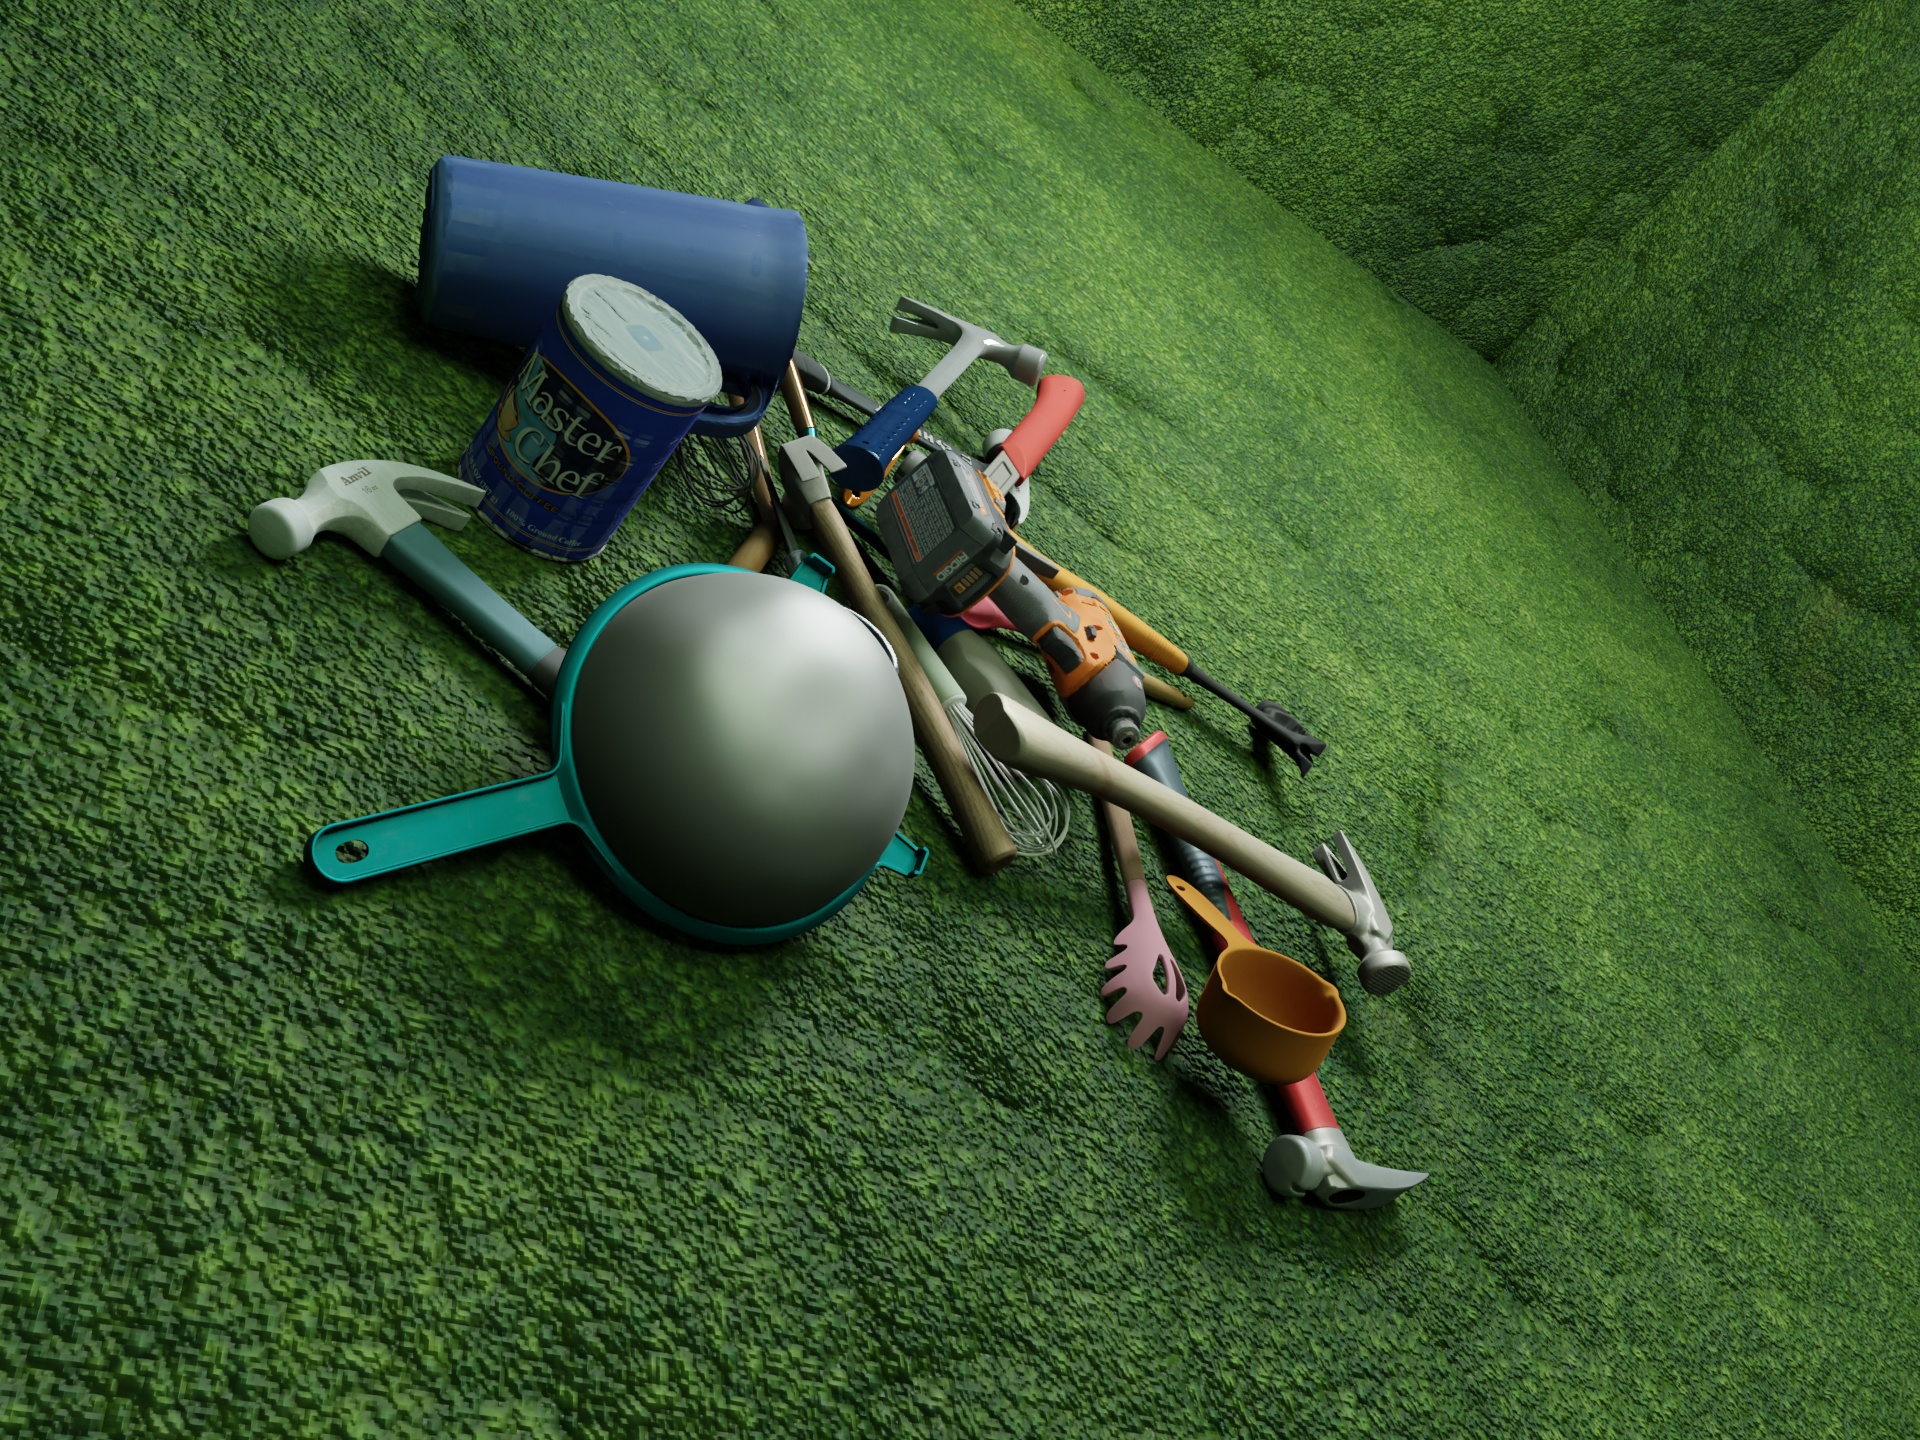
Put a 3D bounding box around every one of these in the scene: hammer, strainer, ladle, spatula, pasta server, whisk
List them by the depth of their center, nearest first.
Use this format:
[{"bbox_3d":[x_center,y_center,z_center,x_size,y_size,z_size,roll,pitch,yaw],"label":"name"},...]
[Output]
[{"bbox_3d":[-0.143,0.019,0.786,0.340,0.095,0.211,-16,86,-42],"label":"strainer"},{"bbox_3d":[-0.219,-0.022,0.871,0.331,0.033,0.128,42,31,-5],"label":"hammer"},{"bbox_3d":[-0.150,-0.078,1.016,0.051,0.047,0.245,37,27,-9],"label":"whisk"},{"bbox_3d":[-0.047,-0.049,1.067,0.031,0.130,0.331,-24,73,-12],"label":"hammer"},{"bbox_3d":[-0.002,-0.004,1.104,0.247,0.058,0.059,55,-10,25],"label":"whisk"},{"bbox_3d":[0.114,0.104,1.127,0.060,0.040,0.317,29,29,-25],"label":"pasta server"},{"bbox_3d":[0.168,0.070,1.135,0.410,0.038,0.146,29,31,-32],"label":"hammer"},{"bbox_3d":[-0.206,-0.237,1.148,0.055,0.055,0.239,6,42,-47],"label":"whisk"},{"bbox_3d":[0.209,0.166,1.149,0.143,0.038,0.387,19,38,-38],"label":"hammer"},{"bbox_3d":[-0.174,-0.275,1.212,0.059,0.018,0.316,7,55,-38],"label":"spatula"},{"bbox_3d":[-0.115,-0.246,1.228,0.082,0.044,0.318,44,25,-67],"label":"spatula"},{"bbox_3d":[-0.034,-0.267,1.291,0.144,0.035,0.406,24,29,2],"label":"hammer"},{"bbox_3d":[0.082,-0.063,1.293,0.315,0.031,0.069,22,41,-36],"label":"ladle"},{"bbox_3d":[-0.103,-0.271,1.322,0.408,0.036,0.149,24,36,-29],"label":"hammer"},{"bbox_3d":[0.165,-0.062,1.358,0.336,0.034,0.127,32,11,-15],"label":"hammer"},{"bbox_3d":[0.060,-0.227,1.383,0.149,0.036,0.359,38,32,-3],"label":"hammer"}]

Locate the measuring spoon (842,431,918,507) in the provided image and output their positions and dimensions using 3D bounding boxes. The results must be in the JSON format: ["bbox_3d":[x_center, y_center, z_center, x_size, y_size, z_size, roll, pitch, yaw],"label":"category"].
[{"bbox_3d":[-0.062,-0.207,1.274,0.021,0.011,0.117,44,50,-12],"label":"measuring spoon"}]

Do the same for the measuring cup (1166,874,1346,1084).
[{"bbox_3d":[0.176,0.169,1.043,0.095,0.052,0.174,5,27,-32],"label":"measuring cup"}]

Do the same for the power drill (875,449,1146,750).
[{"bbox_3d":[0.049,-0.075,1.136,0.226,0.084,0.164,39,19,-35],"label":"power drill"}]

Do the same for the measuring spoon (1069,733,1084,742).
[{"bbox_3d":[0.055,-0.011,1.201,0.124,0.018,0.034,47,30,7],"label":"measuring spoon"}]
